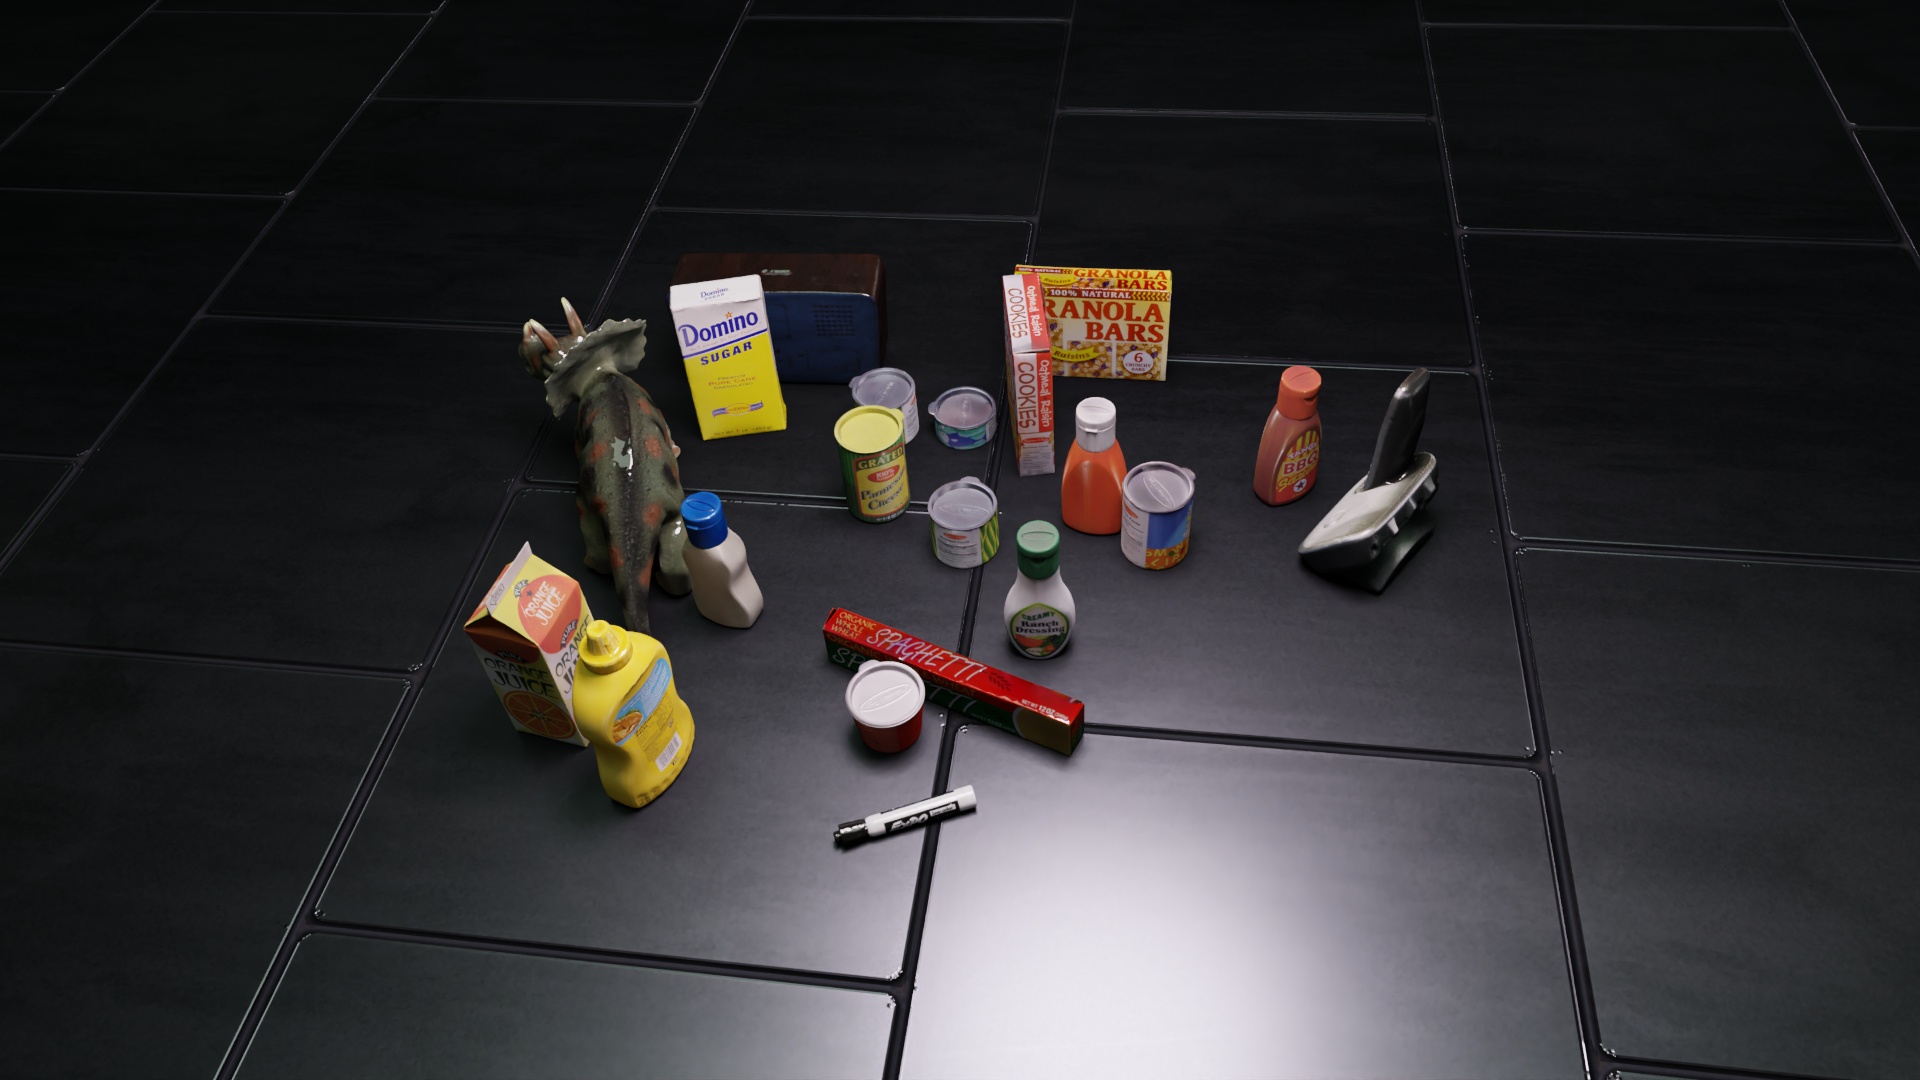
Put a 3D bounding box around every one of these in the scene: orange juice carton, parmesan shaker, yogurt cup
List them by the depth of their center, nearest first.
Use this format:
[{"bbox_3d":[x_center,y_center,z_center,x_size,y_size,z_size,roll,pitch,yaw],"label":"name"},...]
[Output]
[{"bbox_3d":[-0.360,0.089,1.188,0.073,0.191,0.072,11,50,14],"label":"orange juice carton"},{"bbox_3d":[-0.063,0.147,1.204,0.072,0.053,0.073,-2,48,3],"label":"yogurt cup"},{"bbox_3d":[-0.083,-0.075,1.376,0.071,0.102,0.072,-2,48,3],"label":"parmesan shaker"}]

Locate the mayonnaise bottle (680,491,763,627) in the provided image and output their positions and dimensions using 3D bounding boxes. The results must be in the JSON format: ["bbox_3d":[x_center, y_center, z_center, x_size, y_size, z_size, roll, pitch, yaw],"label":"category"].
[{"bbox_3d":[-0.223,0.019,1.271,0.065,0.147,0.041,15,51,17],"label":"mayonnaise bottle"}]

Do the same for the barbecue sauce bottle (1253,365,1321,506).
[{"bbox_3d":[0.319,-0.101,1.337,0.065,0.147,0.044,-25,51,-17],"label":"barbecue sauce bottle"}]

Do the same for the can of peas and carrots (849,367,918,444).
[{"bbox_3d":[-0.081,-0.139,1.464,0.071,0.058,0.071,-2,48,3],"label":"can of peas and carrots"}]

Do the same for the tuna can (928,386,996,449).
[{"bbox_3d":[0.002,-0.129,1.465,0.071,0.032,0.071,-2,48,3],"label":"tuna can"}]

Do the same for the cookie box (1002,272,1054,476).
[{"bbox_3d":[0.070,-0.167,1.404,0.040,0.166,0.123,-5,48,0],"label":"cookie box"}]

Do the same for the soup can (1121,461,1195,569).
[{"bbox_3d":[0.189,-0.024,1.320,0.071,0.083,0.072,-2,48,3],"label":"soup can"}]

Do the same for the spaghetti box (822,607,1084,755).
[{"bbox_3d":[-0.010,0.123,1.225,0.250,0.050,0.029,19,52,21],"label":"spaghetti box"}]

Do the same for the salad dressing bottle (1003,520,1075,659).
[{"bbox_3d":[0.069,0.044,1.225,0.064,0.146,0.044,-1,48,4],"label":"salad dressing bottle"}]

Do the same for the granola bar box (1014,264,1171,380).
[{"bbox_3d":[0.140,-0.233,1.487,0.165,0.123,0.039,4,48,8],"label":"granola bar box"}]

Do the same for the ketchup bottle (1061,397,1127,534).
[{"bbox_3d":[0.128,-0.070,1.323,0.065,0.148,0.044,9,49,13],"label":"ketchup bottle"}]

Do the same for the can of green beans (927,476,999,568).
[{"bbox_3d":[0.004,-0.015,1.345,0.071,0.057,0.071,-2,48,3],"label":"can of green beans"}]
